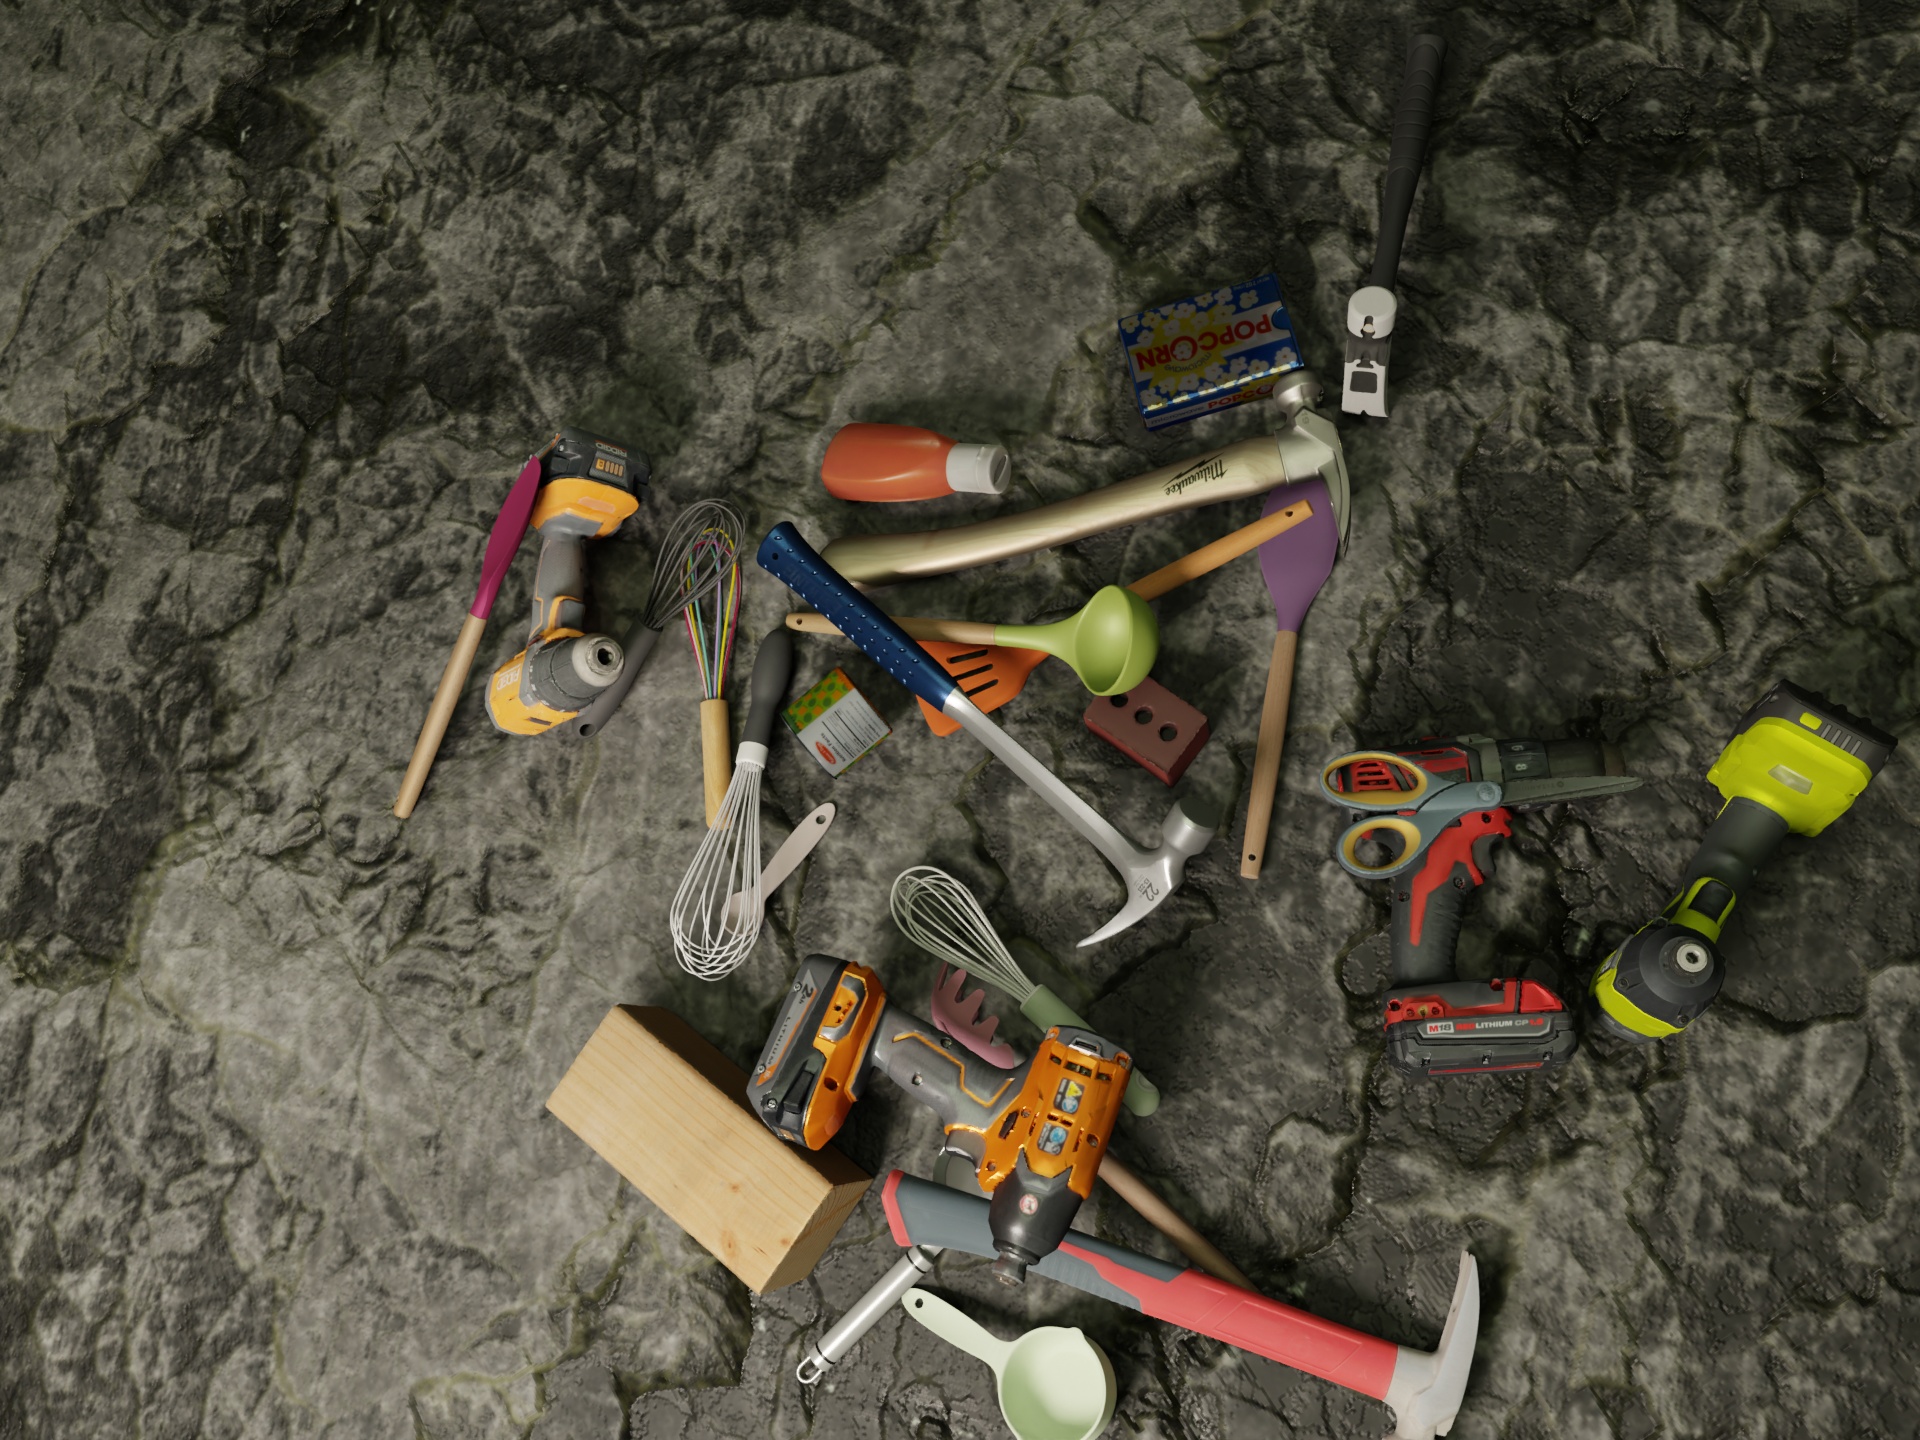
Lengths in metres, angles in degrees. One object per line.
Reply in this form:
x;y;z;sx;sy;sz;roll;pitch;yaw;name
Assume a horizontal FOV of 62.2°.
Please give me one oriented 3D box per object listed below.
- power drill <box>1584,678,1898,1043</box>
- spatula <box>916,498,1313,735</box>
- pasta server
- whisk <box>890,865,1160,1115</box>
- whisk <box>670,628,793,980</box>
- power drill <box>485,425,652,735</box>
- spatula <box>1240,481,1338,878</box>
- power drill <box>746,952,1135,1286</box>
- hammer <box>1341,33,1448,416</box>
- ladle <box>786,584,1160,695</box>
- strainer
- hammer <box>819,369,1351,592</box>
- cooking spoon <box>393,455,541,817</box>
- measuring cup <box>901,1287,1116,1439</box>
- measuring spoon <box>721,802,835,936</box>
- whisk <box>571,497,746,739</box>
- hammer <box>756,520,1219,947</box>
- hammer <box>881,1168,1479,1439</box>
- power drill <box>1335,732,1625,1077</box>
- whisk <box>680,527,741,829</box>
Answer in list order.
0.478;0.093;0.987;0.080;0.171;0.223;33;81;19;power drill
0.108;-0.085;1.168;0.322;0.041;0.081;-27;70;23;spatula
0.092;0.287;1.091;0.316;0.060;0.040;41;70;14;pasta server
0.044;0.192;1.130;0.246;0.058;0.059;41;110;16;whisk
-0.164;0.056;1.198;0.070;0.070;0.285;3;66;14;whisk
-0.299;-0.108;1.232;0.185;0.084;0.226;-15;64;54;power drill
0.233;-0.040;1.160;0.060;0.018;0.316;7;76;16;spatula
-0.018;0.256;1.033;0.226;0.084;0.164;16;65;15;power drill
0.327;-0.382;1.192;0.035;0.146;0.335;9;66;15;hammer
-0.001;-0.066;1.174;0.320;0.062;0.078;6;89;29;ladle
-0.023;0.363;1.098;0.087;0.050;0.258;44;92;0;strainer
0.086;-0.146;1.209;0.410;0.038;0.146;-14;67;11;hammer
-0.388;-0.061;1.254;0.319;0.017;0.069;-64;33;15;cooking spoon
0.032;0.429;1.077;0.168;0.038;0.083;20;78;35;measuring cup
-0.135;0.114;1.211;0.034;0.018;0.124;35;78;23;measuring spoon
-0.239;-0.074;1.233;0.055;0.055;0.239;46;114;20;whisk
-0.002;-0.004;1.152;0.406;0.035;0.144;42;126;19;hammer
0.137;0.356;1.036;0.386;0.038;0.143;17;80;9;hammer
0.356;0.116;1.060;0.188;0.080;0.227;-7;70;12;power drill
-0.193;-0.036;1.249;0.047;0.051;0.245;-6;77;6;whisk
